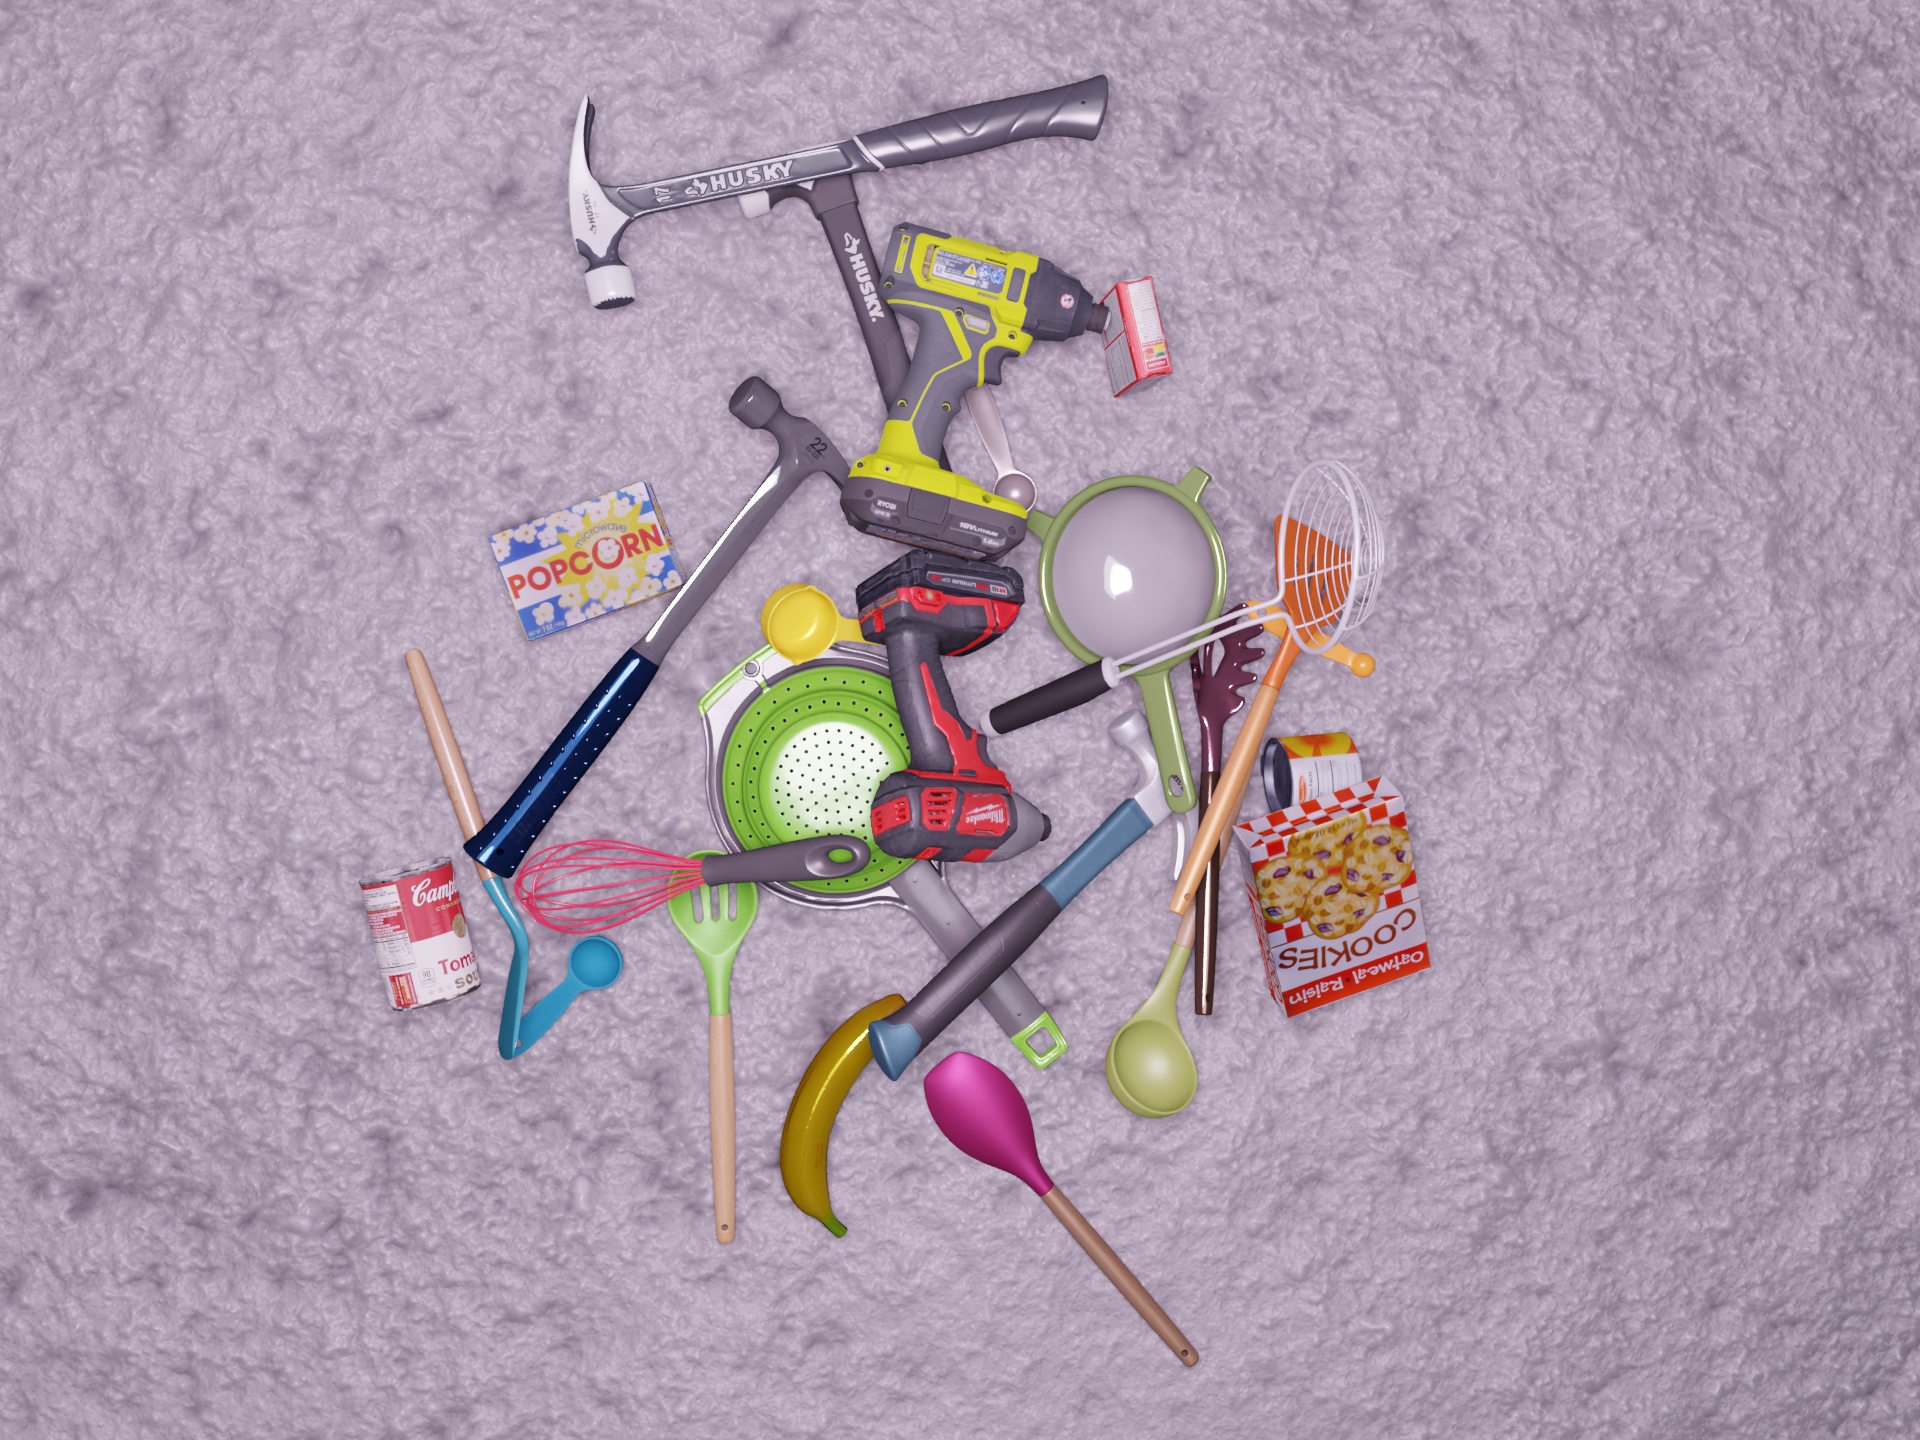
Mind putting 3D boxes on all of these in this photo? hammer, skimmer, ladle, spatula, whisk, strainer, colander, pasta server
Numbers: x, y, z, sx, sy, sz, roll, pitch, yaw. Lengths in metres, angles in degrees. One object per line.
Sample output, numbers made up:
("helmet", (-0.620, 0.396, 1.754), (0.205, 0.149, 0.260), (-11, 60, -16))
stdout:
("hammer", (-0.048, -0.279, 1.217), (0.146, 0.035, 0.335), (-20, 94, -2))
("skimmer", (0.138, -0.064, 1.118), (0.363, 0.090, 0.127), (-23, 60, 35))
("hammer", (-0.089, -0.419, 1.174), (0.409, 0.036, 0.149), (-13, 93, -2))
("hammer", (-0.223, -0.052, 1.184), (0.144, 0.035, 0.405), (38, 88, -29))
("ladle", (0.188, 0.154, 1.242), (0.078, 0.062, 0.320), (19, 89, -18))
("spatula", (0.223, -0.002, 1.213), (0.081, 0.041, 0.323), (27, 82, -18))
("whisk", (-0.201, 0.113, 1.169), (0.296, 0.073, 0.073), (-9, 94, 20))
("hammer", (0.056, 0.141, 1.196), (0.331, 0.033, 0.128), (-41, 101, -19))
("strainer", (0.151, -0.059, 1.210), (0.151, 0.069, 0.256), (-12, 92, 29))
("colander", (-0.044, 0.112, 1.205), (0.204, 0.094, 0.397), (-38, 94, -1))
("spatula", (-0.375, 0.099, 1.208), (0.044, 0.082, 0.317), (-19, 89, -24))
("pasta server", (0.195, 0.066, 1.222), (0.060, 0.040, 0.316), (7, 81, -22))

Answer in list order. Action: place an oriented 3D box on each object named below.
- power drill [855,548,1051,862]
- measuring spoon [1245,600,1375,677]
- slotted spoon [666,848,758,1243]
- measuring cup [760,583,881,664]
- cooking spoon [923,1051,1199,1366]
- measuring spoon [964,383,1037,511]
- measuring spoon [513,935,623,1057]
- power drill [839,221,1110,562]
("power drill", (-0.002, -0.004, 1.157), (0.143, 0.078, 0.220), (7, 68, -36))
("measuring spoon", (0.277, -0.065, 1.258), (0.117, 0.011, 0.021), (27, 91, -4))
("slotted spoon", (-0.189, 0.253, 1.238), (0.070, 0.031, 0.314), (-1, 95, -2))
("measuring cup", (-0.080, -0.072, 1.212), (0.156, 0.029, 0.062), (3, 108, -32))
("cooking spoon", (0.085, 0.392, 1.265), (0.069, 0.017, 0.319), (-40, 94, 0))
("measuring spoon", (0.027, -0.217, 1.238), (0.034, 0.018, 0.124), (-20, 87, -2))
("measuring spoon", (-0.311, 0.215, 1.237), (0.042, 0.021, 0.128), (45, 99, -4))
("power drill", (0.008, -0.236, 1.170), (0.171, 0.080, 0.223), (14, 88, -7))
